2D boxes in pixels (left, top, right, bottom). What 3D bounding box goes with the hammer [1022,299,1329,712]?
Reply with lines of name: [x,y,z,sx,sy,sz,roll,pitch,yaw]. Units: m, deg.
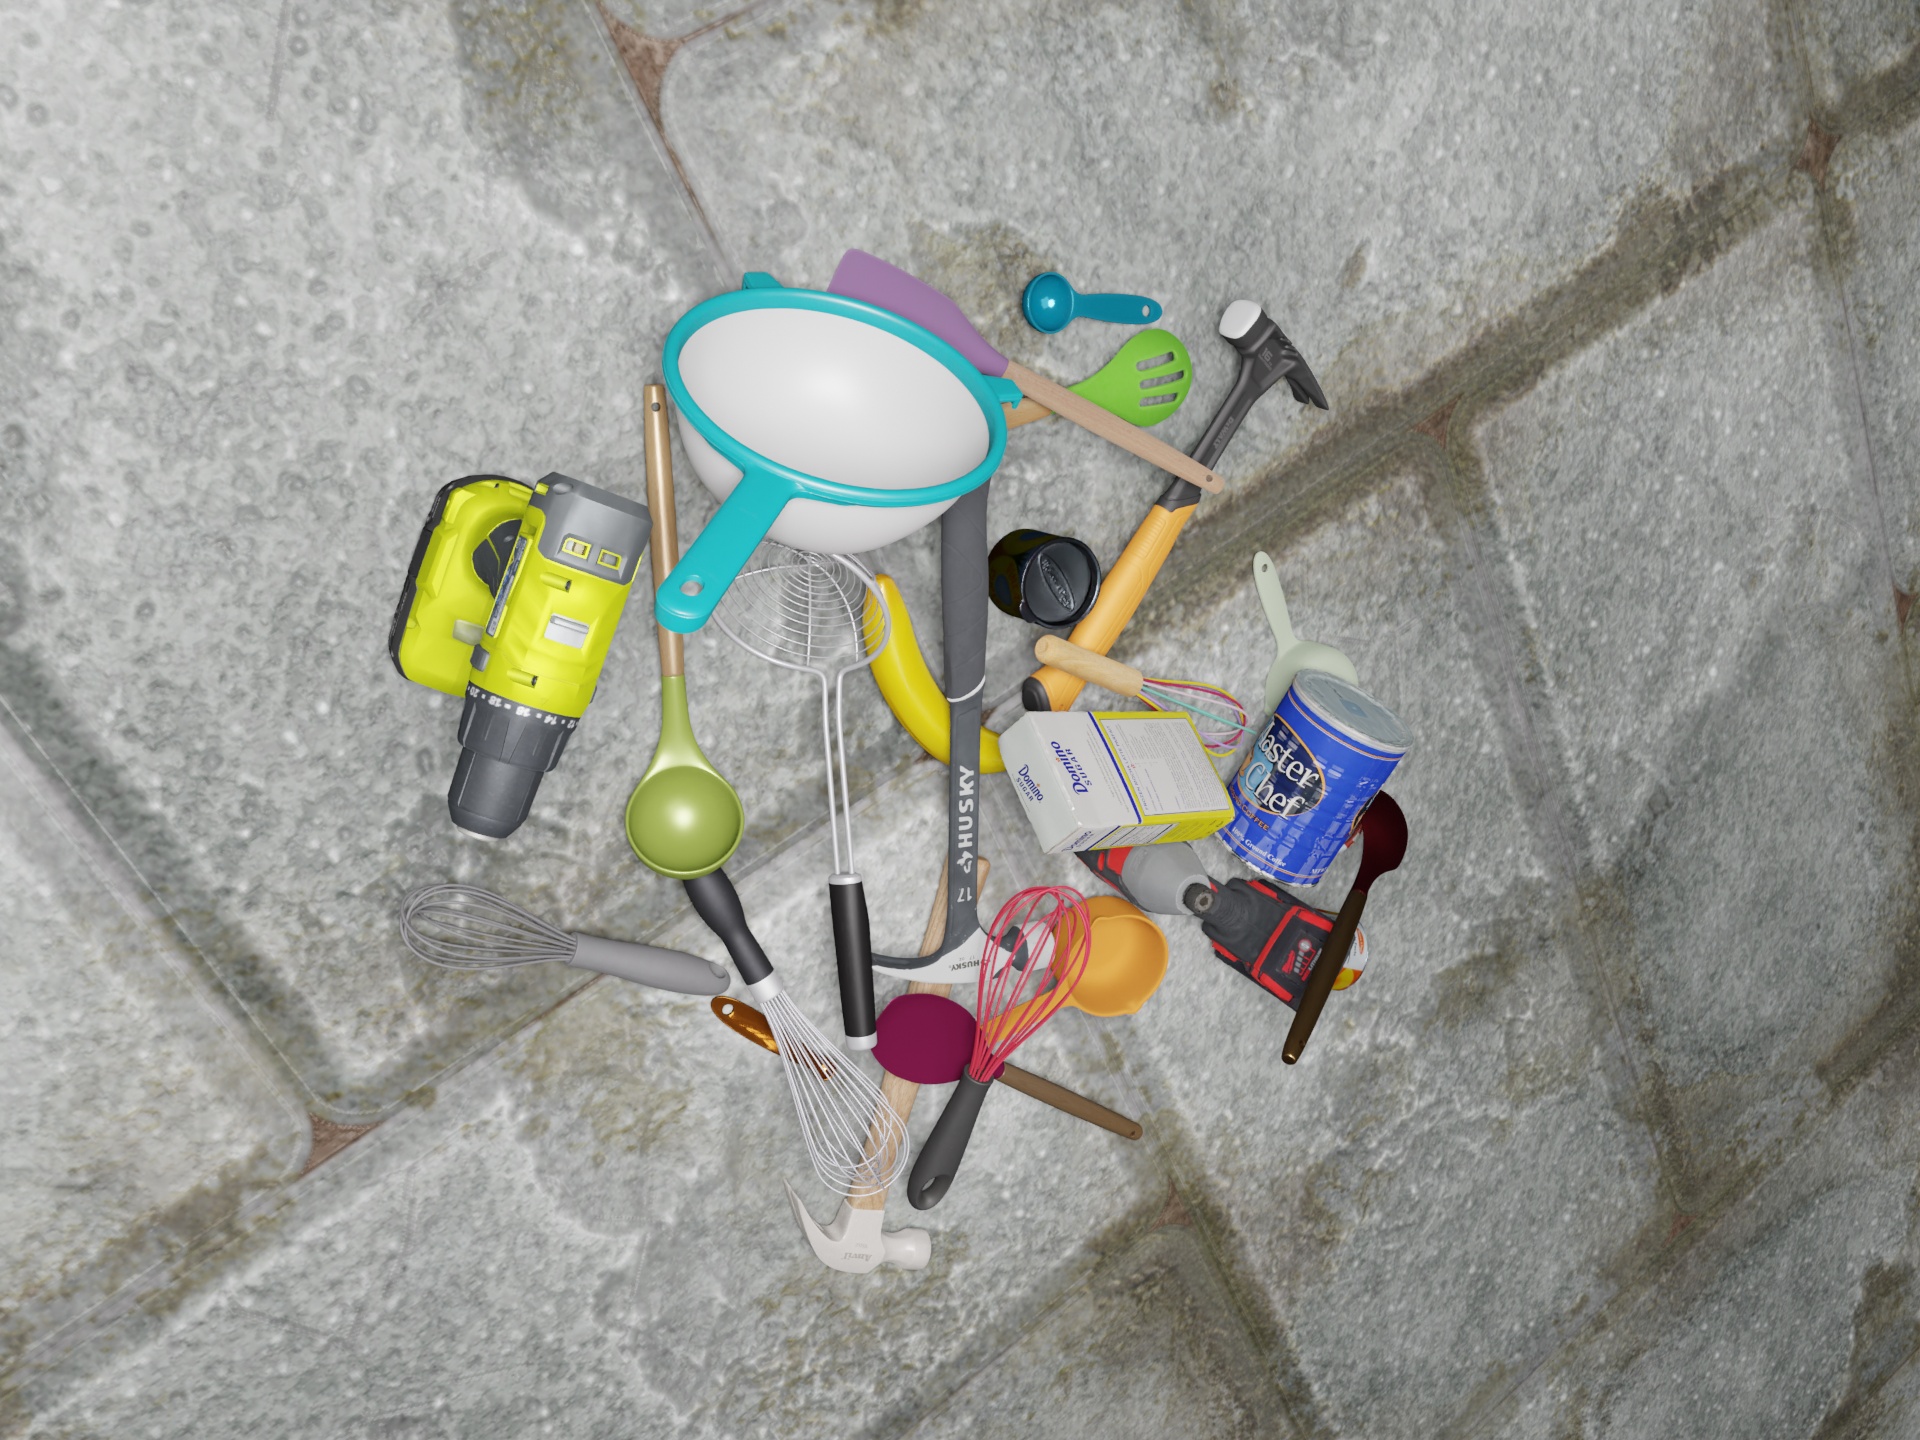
hammer: [0.154,-0.141,1.191,0.127,0.034,0.337,34,89,-45]

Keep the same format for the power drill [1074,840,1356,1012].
power drill: [0.198,0.143,1.234,0.219,0.143,0.078,32,90,-33]

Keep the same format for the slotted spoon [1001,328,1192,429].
slotted spoon: [0.040,-0.215,1.125,0.313,0.031,0.070,-19,115,-21]

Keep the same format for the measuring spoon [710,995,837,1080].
measuring spoon: [-0.136,0.229,1.154,0.116,0.011,0.021,38,85,-27]

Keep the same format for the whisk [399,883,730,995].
whisk: [-0.255,0.152,1.048,0.238,0.055,0.055,19,93,-34]

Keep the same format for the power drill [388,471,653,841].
power drill: [-0.255,-0.047,0.889,0.080,0.229,0.190,19,93,-31]

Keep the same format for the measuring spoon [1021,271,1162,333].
measuring spoon: [0.092,-0.297,1.142,0.128,0.021,0.042,-6,105,-36]

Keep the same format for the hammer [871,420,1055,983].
hammer: [-0.002,-0.004,1.106,0.149,0.036,0.408,-7,108,-24]

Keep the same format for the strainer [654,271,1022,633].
strainer: [-0.102,-0.130,0.930,0.211,0.341,0.095,24,133,1]

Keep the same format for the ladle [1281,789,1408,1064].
ladle: [0.297,0.151,1.225,0.069,0.031,0.315,55,42,-15]

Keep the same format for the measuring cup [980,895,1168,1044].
measuring cup: [0.075,0.200,1.238,0.173,0.052,0.095,-27,116,-7]

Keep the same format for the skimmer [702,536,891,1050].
skimmer: [-0.095,0.053,1.055,0.090,0.127,0.363,-25,112,-67]

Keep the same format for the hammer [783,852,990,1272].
hammer: [-0.042,0.258,1.197,0.130,0.031,0.331,14,96,-31]

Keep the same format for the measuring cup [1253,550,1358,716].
measuring cup: [0.274,-0.061,1.281,0.083,0.038,0.167,-34,118,-17]

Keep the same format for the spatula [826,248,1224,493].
spatula: [0.051,-0.229,1.101,0.315,0.018,0.060,24,92,-18]

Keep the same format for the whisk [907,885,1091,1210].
whisk: [0.020,0.240,1.148,0.073,0.073,0.295,9,115,-30]

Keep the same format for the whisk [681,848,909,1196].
whisk: [-0.122,0.213,1.110,0.070,0.070,0.284,-32,101,-18]

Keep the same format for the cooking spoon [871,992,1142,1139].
cooking spoon: [0.045,0.278,1.231,0.318,0.017,0.069,33,92,-39]

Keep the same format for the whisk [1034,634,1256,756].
whisk: [0.143,-0.018,1.197,0.244,0.051,0.047,19,106,-42]

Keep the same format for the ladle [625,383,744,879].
ladle: [-0.186,-0.054,1.027,0.078,0.062,0.320,-5,102,-16]
